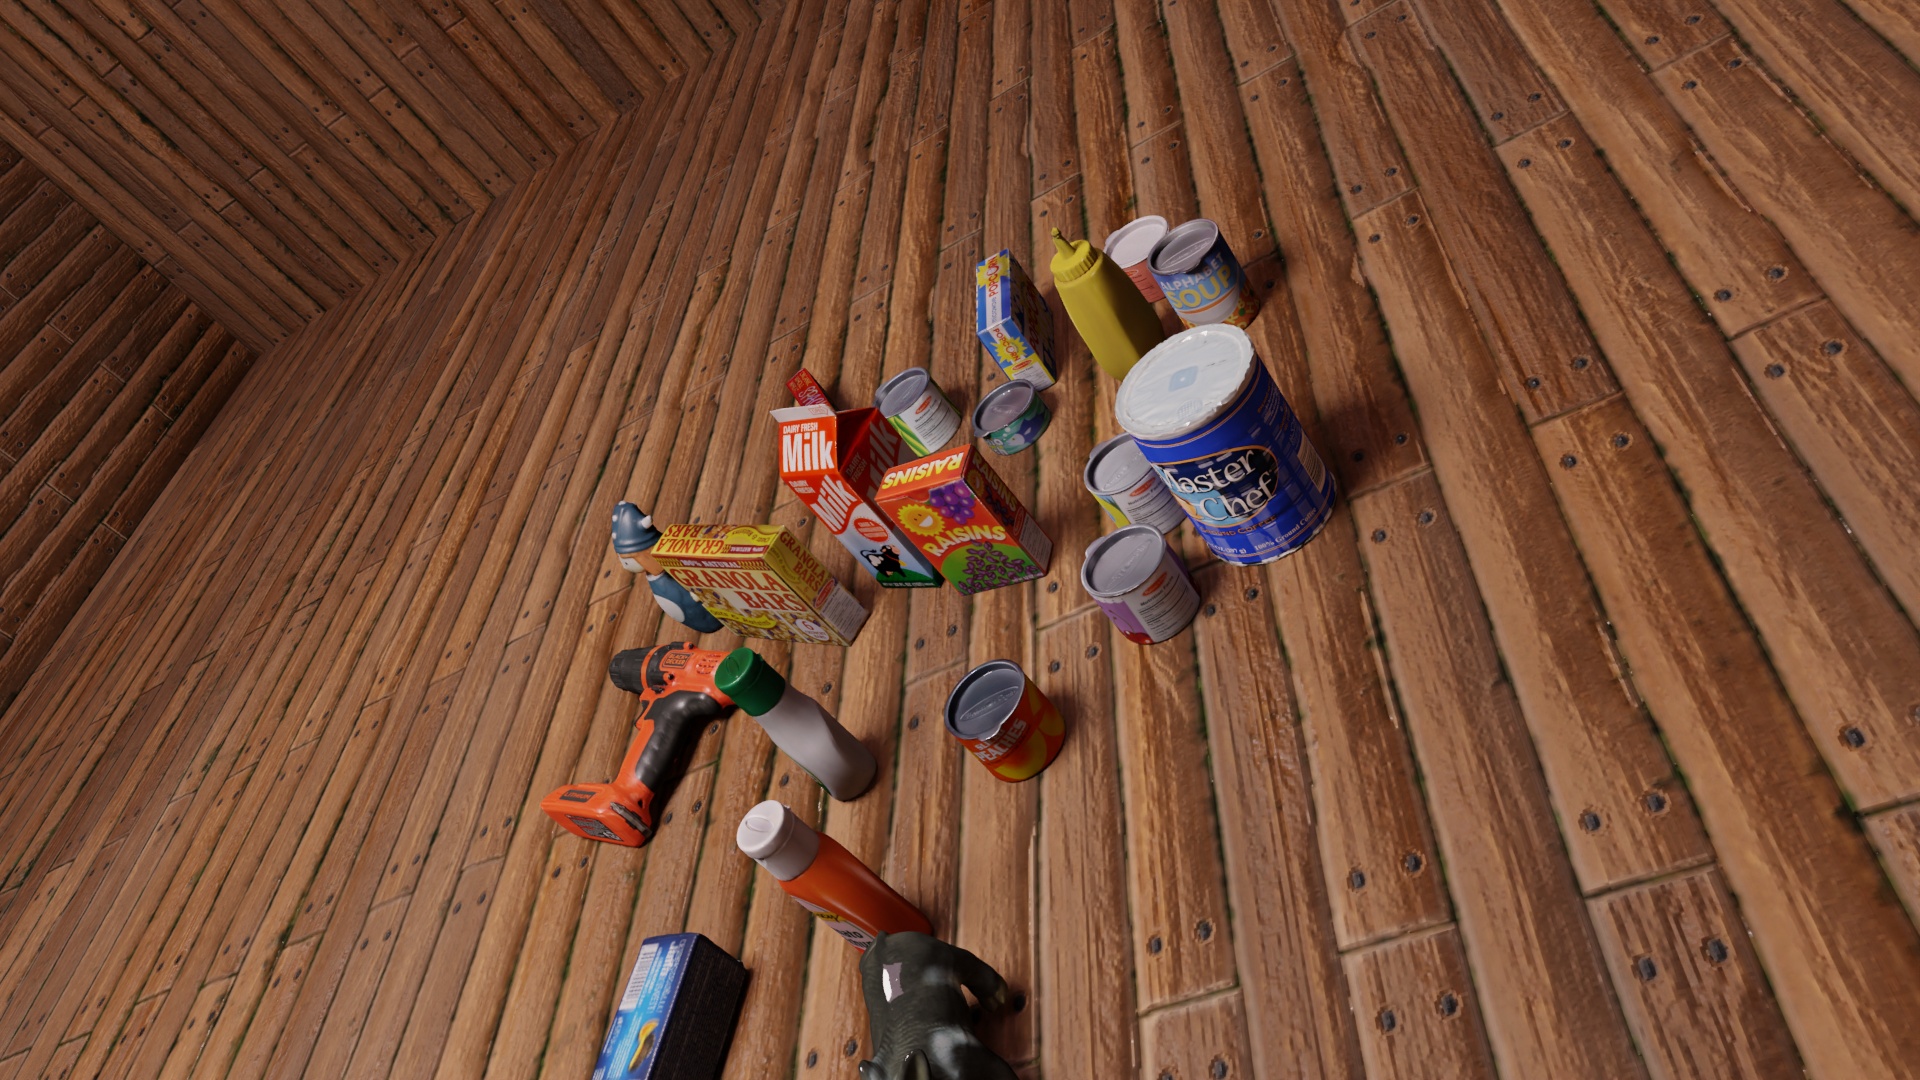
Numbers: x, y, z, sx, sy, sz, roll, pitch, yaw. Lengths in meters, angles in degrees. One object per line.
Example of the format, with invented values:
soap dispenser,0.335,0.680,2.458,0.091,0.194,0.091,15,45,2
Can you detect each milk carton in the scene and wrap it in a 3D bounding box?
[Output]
milk carton,-0.078,-0.046,1.152,0.072,0.190,0.074,-3,49,43

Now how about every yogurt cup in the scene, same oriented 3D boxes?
yogurt cup,0.172,-0.255,1.272,0.072,0.053,0.073,-26,36,21

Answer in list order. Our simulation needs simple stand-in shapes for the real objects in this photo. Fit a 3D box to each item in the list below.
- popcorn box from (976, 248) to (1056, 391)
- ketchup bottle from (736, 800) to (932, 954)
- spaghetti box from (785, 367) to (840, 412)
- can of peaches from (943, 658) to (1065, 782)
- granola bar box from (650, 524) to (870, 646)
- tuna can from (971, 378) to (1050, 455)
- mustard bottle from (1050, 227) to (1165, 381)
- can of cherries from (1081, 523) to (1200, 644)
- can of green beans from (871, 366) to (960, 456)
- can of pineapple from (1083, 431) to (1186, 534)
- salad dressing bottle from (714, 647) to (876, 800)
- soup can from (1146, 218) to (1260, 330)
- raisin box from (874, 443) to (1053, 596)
popcorn box,0.052,-0.205,1.303,0.038,0.085,0.127,-26,36,21
ketchup bottle,-0.082,0.219,0.889,0.064,0.148,0.044,2,52,46
spaghetti box,-0.123,-0.109,1.395,0.028,0.050,0.251,-40,33,1
can of peaches,0.031,0.127,0.965,0.071,0.058,0.071,-26,36,21
granola bar box,-0.177,0.038,1.211,0.165,0.124,0.039,1,51,45
tuna can,0.045,-0.109,1.247,0.071,0.032,0.071,-26,36,21
mustard bottle,0.117,-0.205,1.172,0.048,0.160,0.065,-7,46,40
can of cherries,0.127,0.030,0.983,0.071,0.058,0.072,-26,36,21
can of green beans,-0.042,-0.122,1.323,0.071,0.057,0.071,-26,36,21
can of pineapple,0.136,-0.043,1.059,0.071,0.057,0.071,-26,36,21
salad dressing bottle,-0.121,0.135,1.025,0.044,0.147,0.064,-41,33,0
soup can,0.205,-0.215,1.166,0.071,0.083,0.072,-26,36,21
raisin box,0.004,-0.014,1.095,0.086,0.123,0.040,-14,42,34
